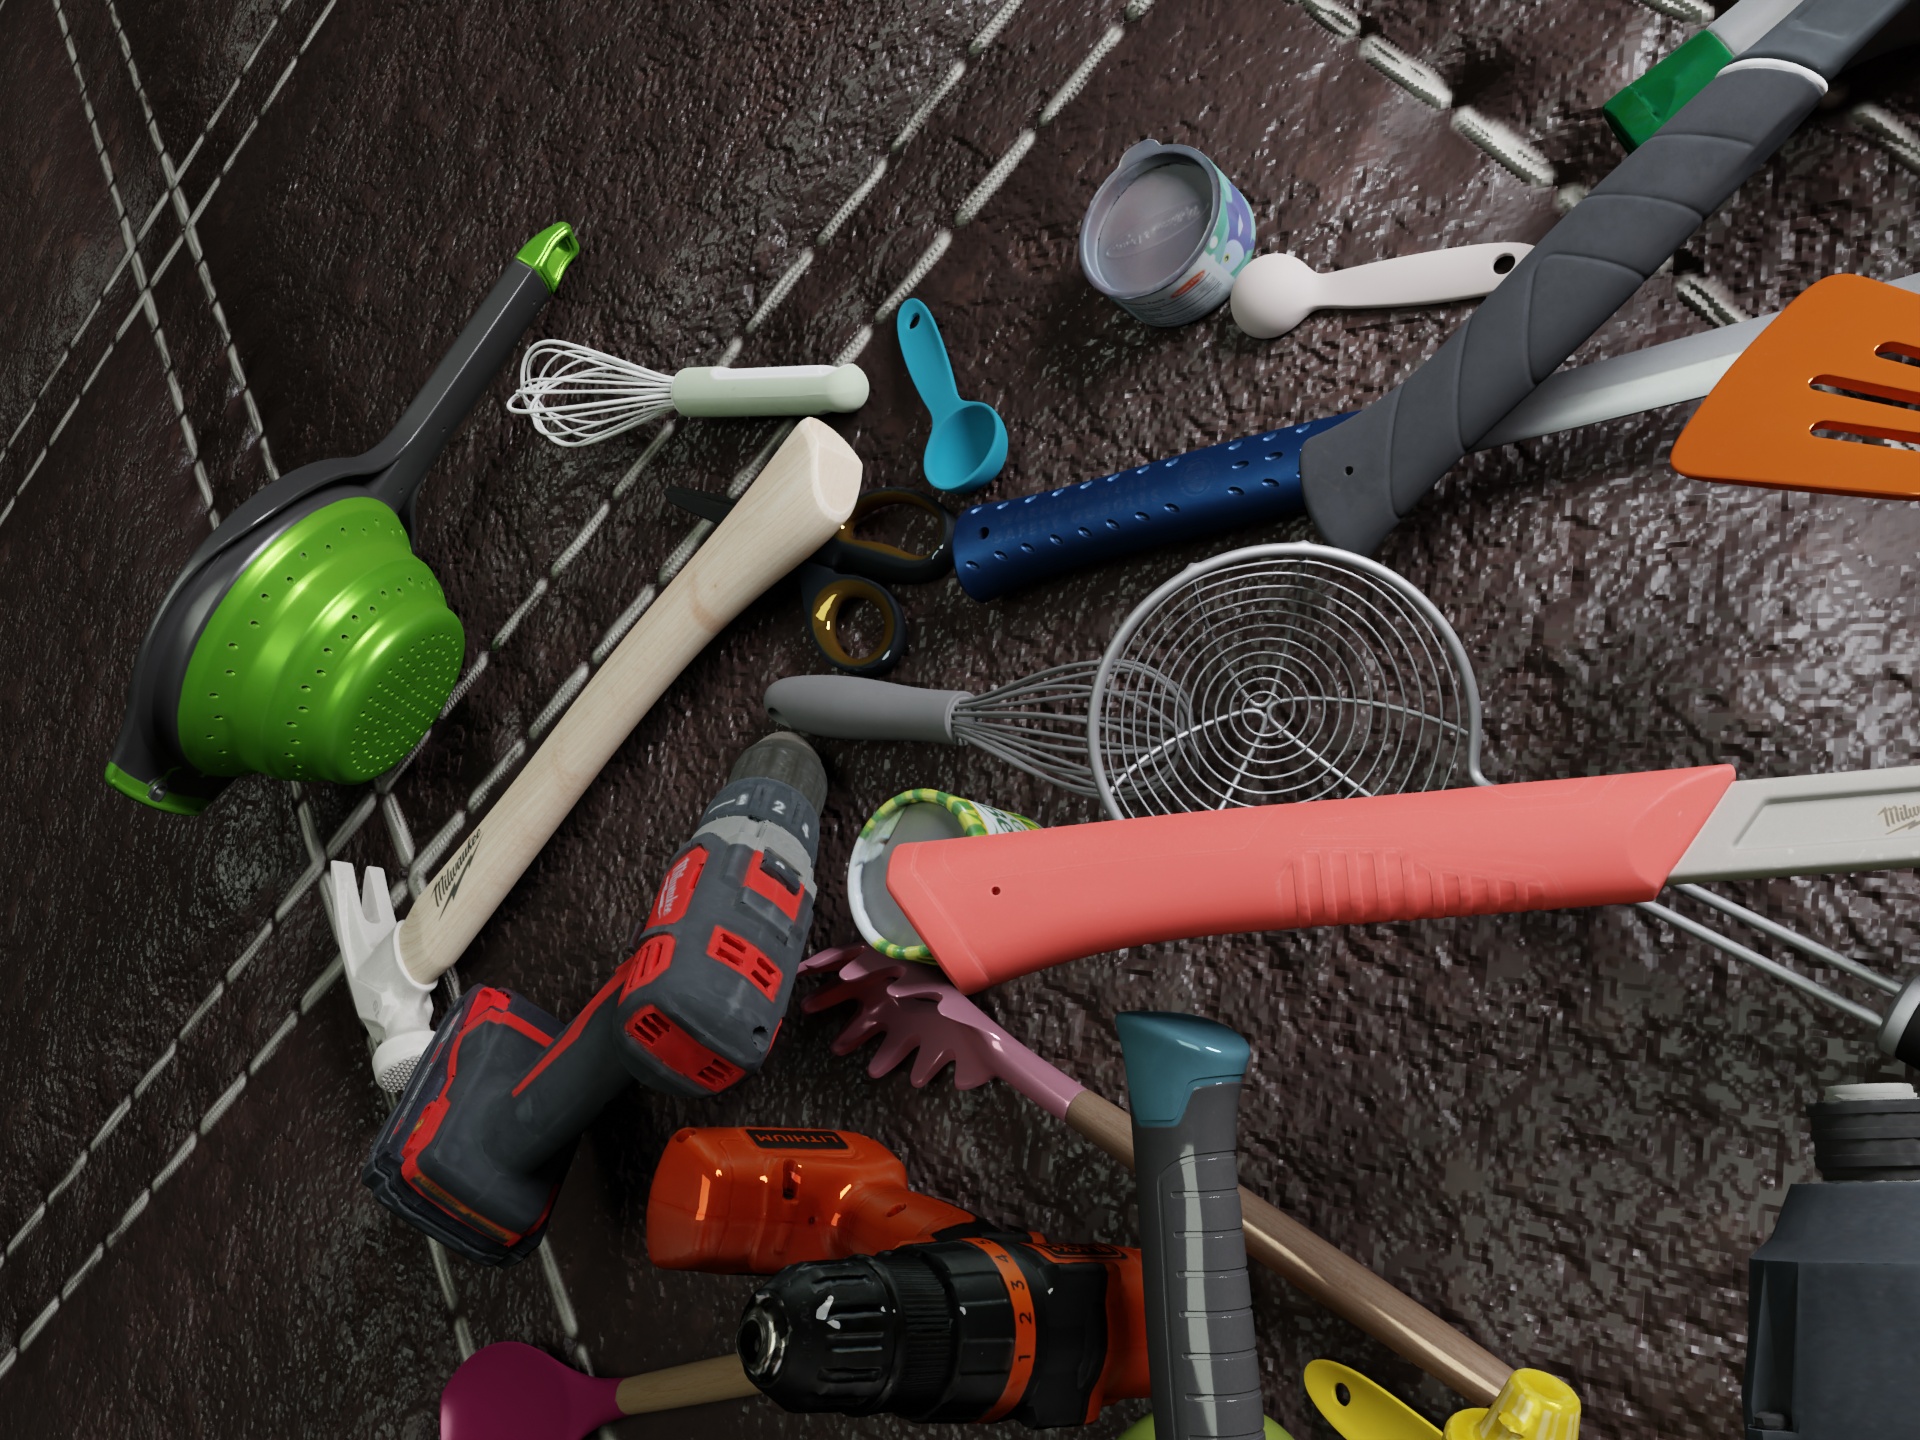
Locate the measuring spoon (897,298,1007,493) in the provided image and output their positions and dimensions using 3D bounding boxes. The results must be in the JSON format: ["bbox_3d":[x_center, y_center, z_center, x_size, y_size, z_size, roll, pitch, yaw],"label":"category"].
[{"bbox_3d":[-0.005,-0.148,0.721,0.042,0.021,0.129,-38,48,23],"label":"measuring spoon"}]

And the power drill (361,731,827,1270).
[{"bbox_3d":[-0.142,0.113,0.682,0.226,0.080,0.188,-40,21,29],"label":"power drill"}]

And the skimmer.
[{"bbox_3d":[0.196,0.055,0.448,0.364,0.090,0.127,30,106,39],"label":"skimmer"}]

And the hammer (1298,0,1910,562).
[{"bbox_3d":[0.256,-0.197,0.461,0.409,0.036,0.149,-46,61,21],"label":"hammer"}]

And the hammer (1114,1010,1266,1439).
[{"bbox_3d":[0.074,0.246,0.436,0.128,0.033,0.331,-18,70,49],"label":"hammer"}]

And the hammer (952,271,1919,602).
[{"bbox_3d":[0.168,-0.106,0.555,0.405,0.035,0.144,-10,71,36],"label":"hammer"}]

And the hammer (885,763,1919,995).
[{"bbox_3d":[0.156,0.025,0.430,0.359,0.036,0.149,-6,62,14],"label":"hammer"}]

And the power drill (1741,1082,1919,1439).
[{"bbox_3d":[0.211,0.164,0.317,0.080,0.223,0.171,-13,69,35],"label":"power drill"}]

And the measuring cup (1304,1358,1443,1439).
[{"bbox_3d":[0.167,0.233,0.468,0.157,0.029,0.062,22,99,52],"label":"measuring cup"}]

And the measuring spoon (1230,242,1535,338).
[{"bbox_3d":[0.155,-0.166,0.594,0.124,0.018,0.034,3,79,38],"label":"measuring spoon"}]

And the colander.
[{"bbox_3d":[-0.299,-0.101,0.884,0.094,0.204,0.397,30,79,6],"label":"colander"}]

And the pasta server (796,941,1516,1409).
[{"bbox_3d":[0.057,0.156,0.564,0.316,0.060,0.040,27,51,38],"label":"pasta server"}]

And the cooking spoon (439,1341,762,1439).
[{"bbox_3d":[-0.125,0.286,0.681,0.319,0.017,0.069,-24,64,32],"label":"cooking spoon"}]

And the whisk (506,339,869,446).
[{"bbox_3d":[-0.145,-0.169,0.817,0.246,0.058,0.059,7,116,35],"label":"whisk"}]

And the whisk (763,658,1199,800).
[{"bbox_3d":[-0.002,-0.002,0.653,0.239,0.055,0.055,5,80,43],"label":"whisk"}]

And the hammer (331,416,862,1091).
[{"bbox_3d":[-0.193,0.006,0.795,0.410,0.038,0.146,-47,52,21],"label":"hammer"}]

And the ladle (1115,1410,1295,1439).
[{"bbox_3d":[-0.010,0.298,0.580,0.320,0.062,0.078,-25,60,38],"label":"ladle"}]

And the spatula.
[{"bbox_3d":[0.332,-0.018,0.370,0.323,0.041,0.081,38,80,24],"label":"spatula"}]
